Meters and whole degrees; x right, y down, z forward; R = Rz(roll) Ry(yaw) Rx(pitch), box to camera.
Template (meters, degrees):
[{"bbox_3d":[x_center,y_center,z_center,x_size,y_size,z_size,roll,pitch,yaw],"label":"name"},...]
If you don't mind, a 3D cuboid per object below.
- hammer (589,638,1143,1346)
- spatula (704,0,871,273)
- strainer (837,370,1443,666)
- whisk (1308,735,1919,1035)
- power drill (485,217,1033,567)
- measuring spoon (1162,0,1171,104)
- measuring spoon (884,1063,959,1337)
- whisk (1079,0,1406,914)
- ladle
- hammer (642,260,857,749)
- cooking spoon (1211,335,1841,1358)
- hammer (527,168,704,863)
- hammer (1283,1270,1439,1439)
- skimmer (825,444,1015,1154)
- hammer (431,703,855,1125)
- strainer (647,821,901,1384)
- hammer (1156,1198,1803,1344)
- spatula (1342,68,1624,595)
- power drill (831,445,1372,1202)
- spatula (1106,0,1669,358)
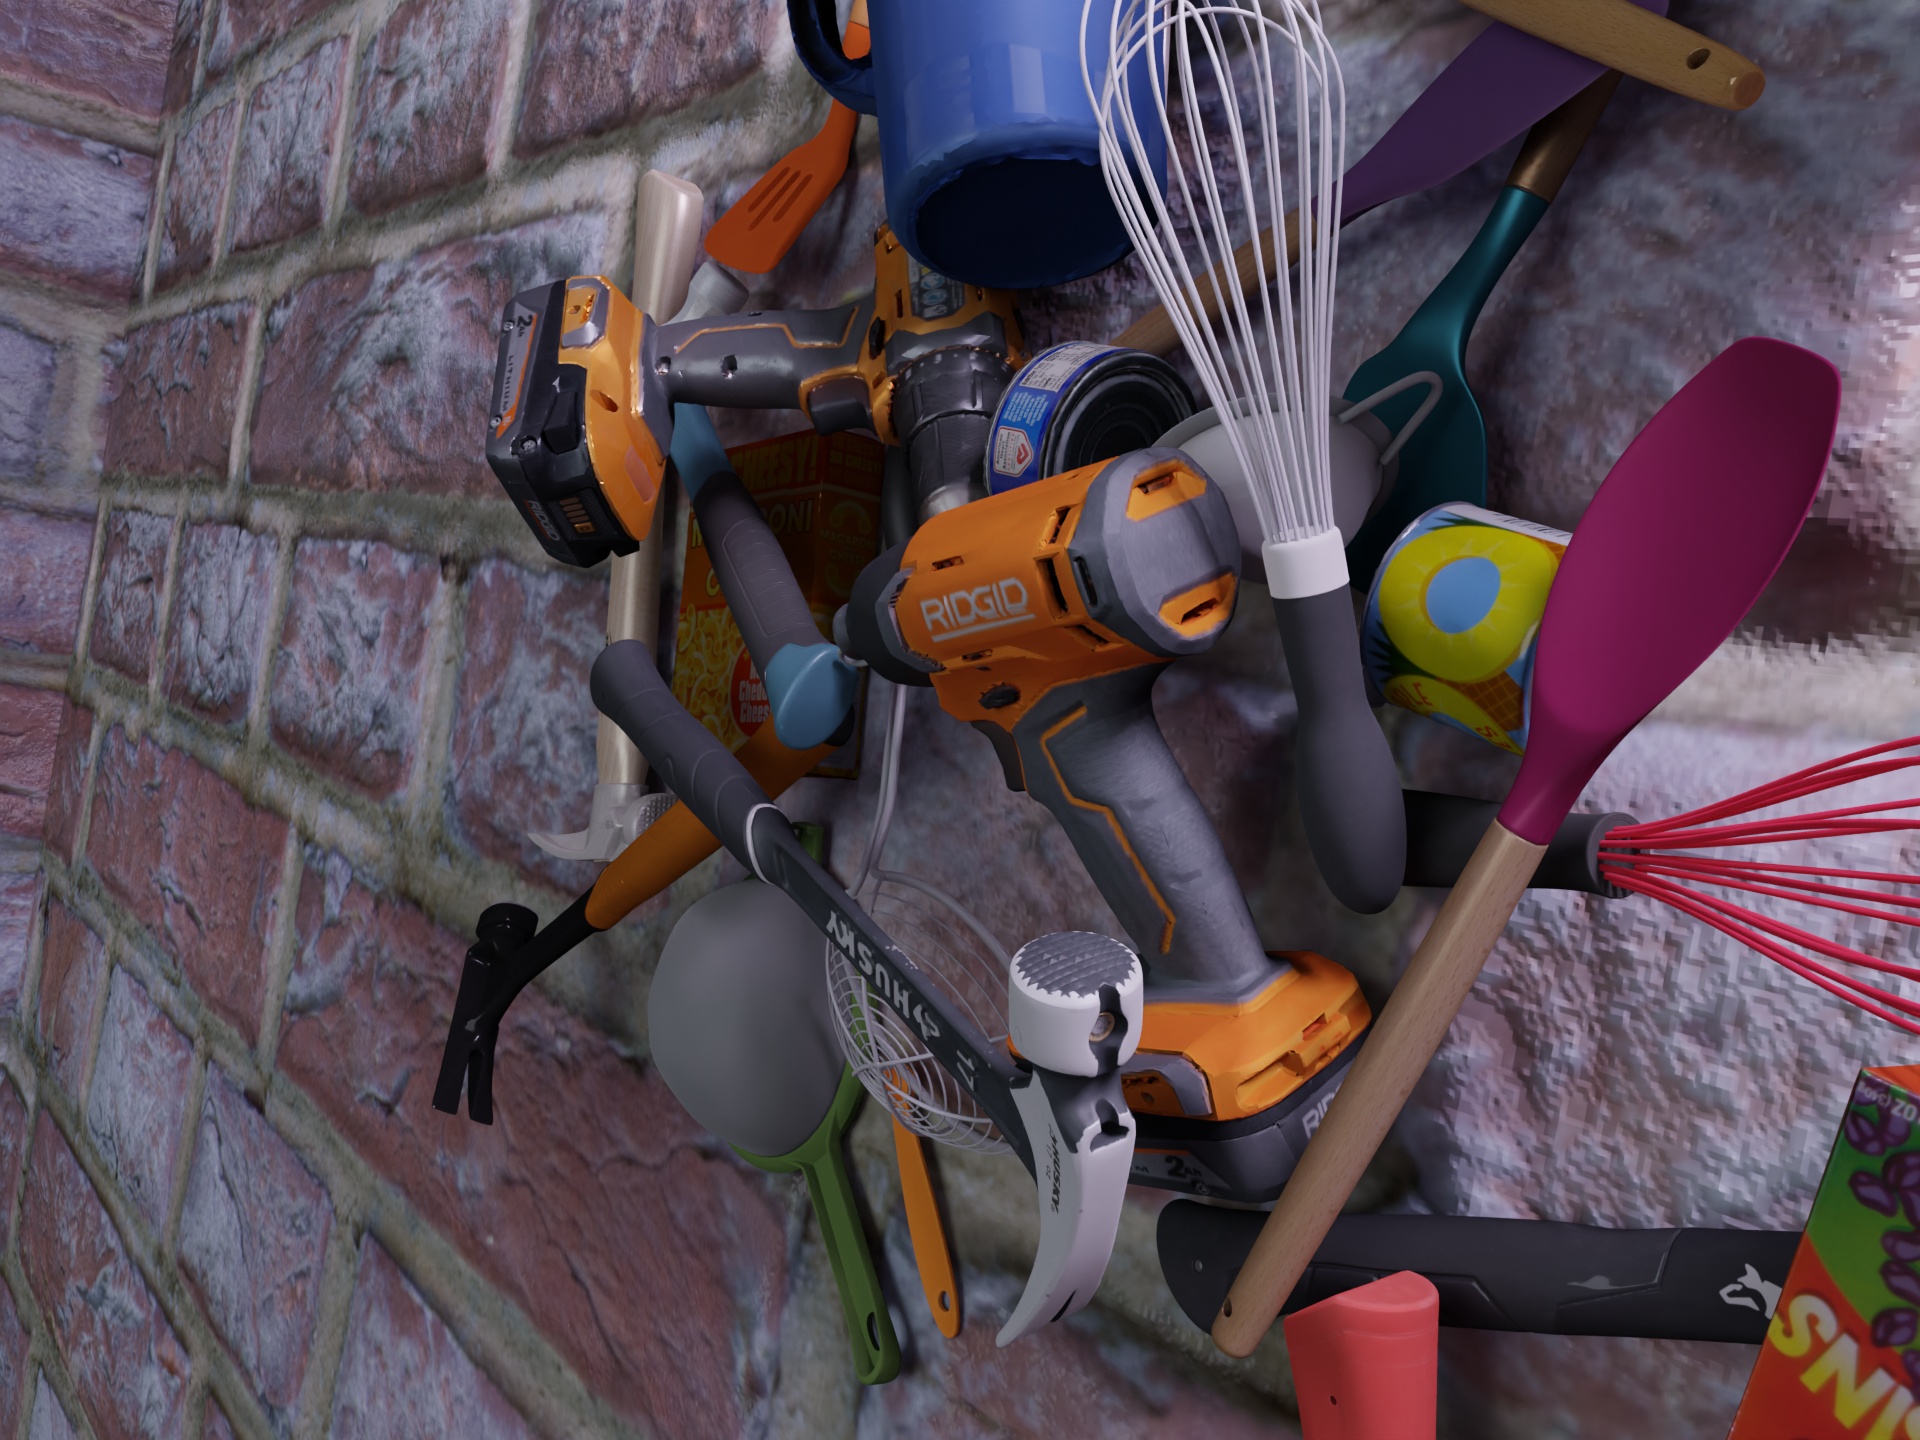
[{"bbox_3d":[-0.061,0.060,0.599,0.409,0.036,0.149,37,135,51],"label":"hammer"},{"bbox_3d":[-0.049,-0.382,0.811,0.081,0.041,0.322,37,110,48],"label":"spatula"},{"bbox_3d":[0.049,-0.053,0.557,0.258,0.086,0.050,-18,55,39],"label":"strainer"},{"bbox_3d":[0.185,0.037,0.410,0.296,0.073,0.073,-1,82,65],"label":"whisk"},{"bbox_3d":[-0.080,-0.129,0.675,0.226,0.084,0.186,-10,55,7],"label":"power drill"},{"bbox_3d":[0.087,-0.270,0.650,0.034,0.018,0.124,-162,75,-73],"label":"measuring spoon"},{"bbox_3d":[-0.015,0.204,0.684,0.021,0.011,0.117,-35,61,43],"label":"measuring spoon"},{"bbox_3d":[0.091,-0.076,0.445,0.070,0.070,0.284,4,114,50],"label":"whisk"},{"bbox_3d":[0.152,-0.250,0.514,0.069,0.031,0.316,-53,35,22],"label":"ladle"},{"bbox_3d":[-0.112,-0.102,0.758,0.128,0.033,0.331,-49,40,17],"label":"hammer"},{"bbox_3d":[0.138,0.051,0.426,0.069,0.017,0.318,-115,44,-61],"label":"cooking spoon"},{"bbox_3d":[-0.194,-0.121,0.939,0.146,0.038,0.411,-7,77,51],"label":"hammer"},{"bbox_3d":[0.121,0.340,0.447,0.149,0.036,0.359,3,91,51],"label":"hammer"},{"bbox_3d":[-0.001,-0.002,0.690,0.127,0.090,0.364,-33,48,55],"label":"skimmer"},{"bbox_3d":[-0.163,0.083,0.782,0.337,0.034,0.127,-38,36,36],"label":"hammer"},{"bbox_3d":[-0.092,0.180,0.732,0.151,0.069,0.257,-49,48,32],"label":"strainer"},{"bbox_3d":[0.184,0.148,0.437,0.335,0.035,0.146,-17,71,47],"label":"hammer"},{"bbox_3d":[0.194,-0.185,0.499,0.082,0.044,0.317,39,108,47],"label":"spatula"},{"bbox_3d":[0.039,0.035,0.530,0.164,0.084,0.226,-9,103,49],"label":"power drill"},{"bbox_3d":[0.113,-0.171,0.573,0.316,0.018,0.060,-28,45,51],"label":"spatula"}]
